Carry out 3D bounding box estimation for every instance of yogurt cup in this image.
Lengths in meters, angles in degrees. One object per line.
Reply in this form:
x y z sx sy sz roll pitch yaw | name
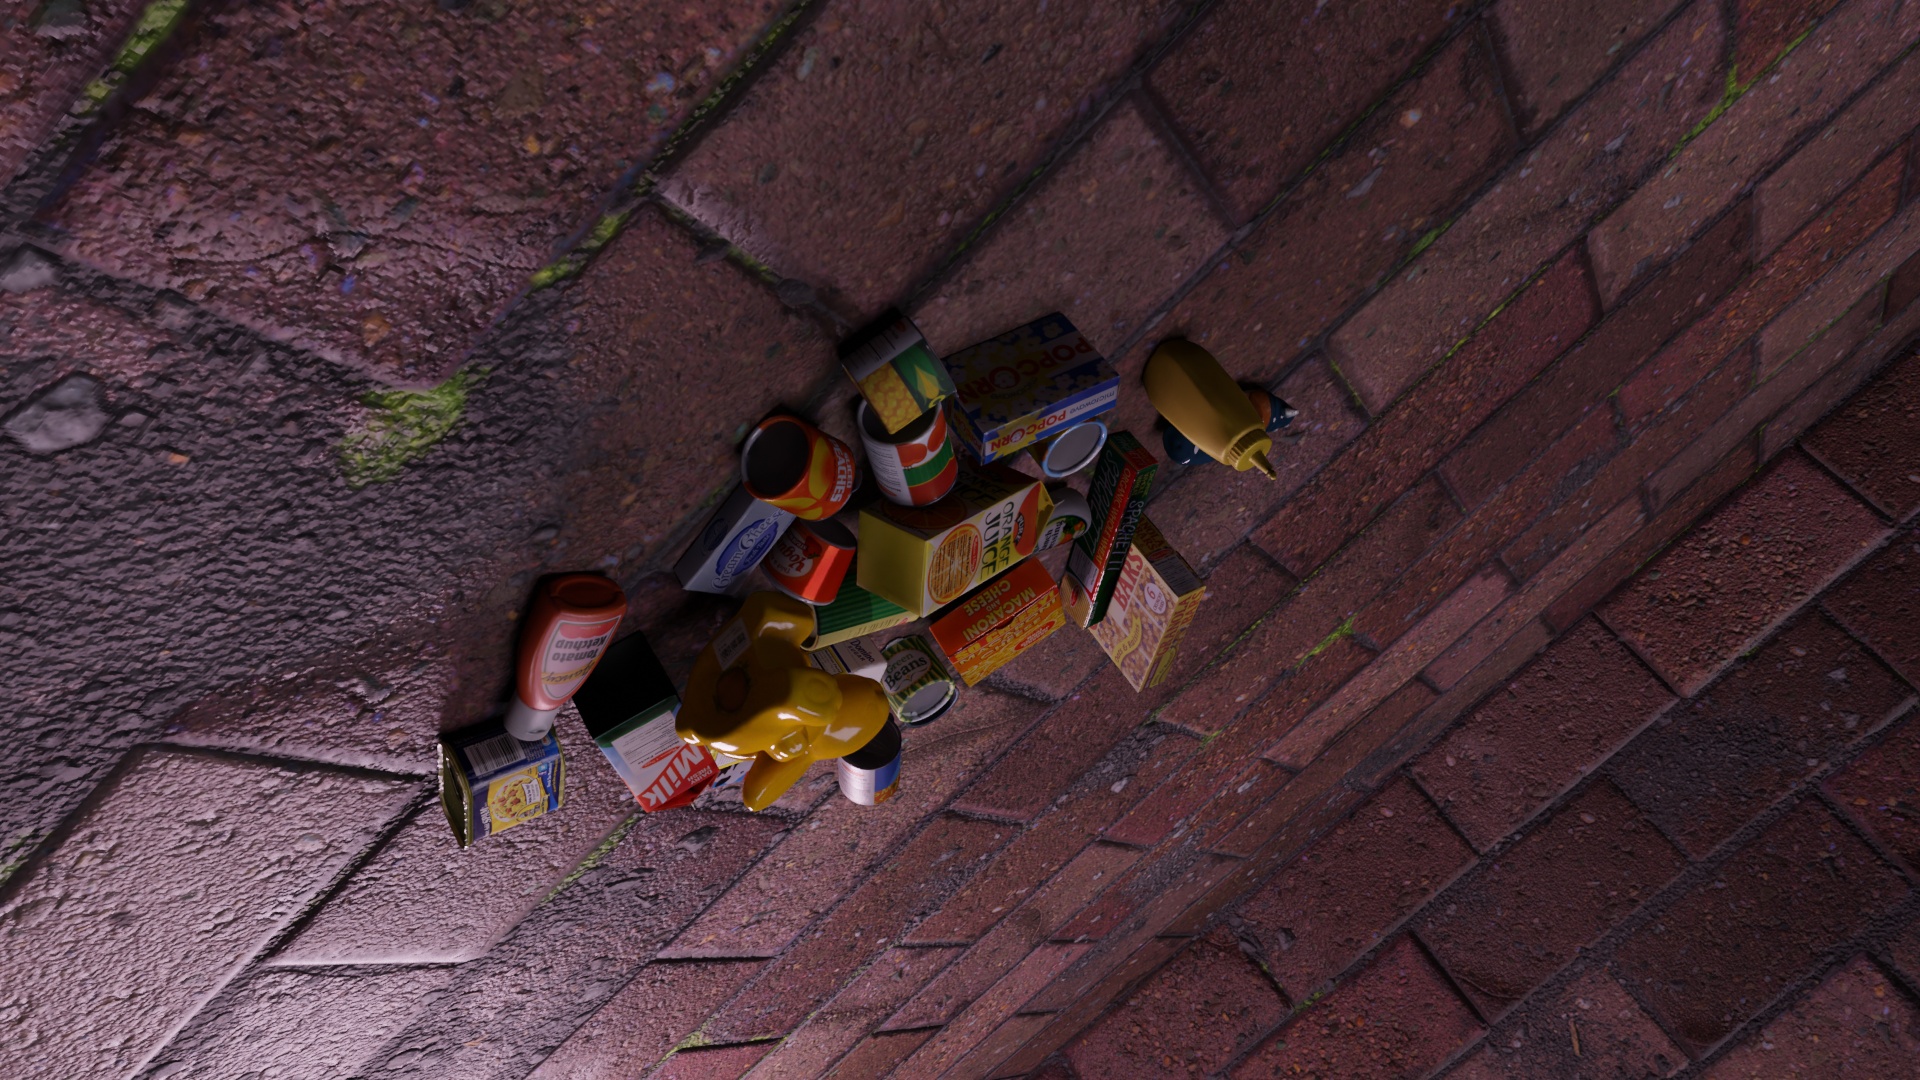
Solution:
-0.119 0.011 1.111 0.072 0.072 0.053 8 120 -51 | yogurt cup

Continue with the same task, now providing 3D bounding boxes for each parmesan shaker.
-0.091 0.049 1.186 0.103 0.071 0.071 -14 143 -33 | parmesan shaker

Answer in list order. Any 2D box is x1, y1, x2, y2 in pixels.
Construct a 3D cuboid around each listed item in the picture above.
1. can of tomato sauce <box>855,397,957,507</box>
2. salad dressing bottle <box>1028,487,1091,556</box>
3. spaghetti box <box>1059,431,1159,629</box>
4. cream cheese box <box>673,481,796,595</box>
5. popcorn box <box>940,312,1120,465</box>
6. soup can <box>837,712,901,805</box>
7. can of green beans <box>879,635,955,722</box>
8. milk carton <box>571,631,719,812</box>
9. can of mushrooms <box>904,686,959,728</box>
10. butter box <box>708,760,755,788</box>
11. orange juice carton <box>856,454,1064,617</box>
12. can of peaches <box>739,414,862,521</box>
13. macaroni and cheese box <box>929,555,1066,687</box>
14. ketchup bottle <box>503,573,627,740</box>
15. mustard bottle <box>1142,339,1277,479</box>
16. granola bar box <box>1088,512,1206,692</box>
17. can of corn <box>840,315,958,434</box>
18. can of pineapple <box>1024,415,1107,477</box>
-0.039 -0.077 1.067 0.071 0.071 0.082 -31 149 -10 | can of tomato sauce
0.050 -0.006 1.281 0.148 0.044 0.064 -20 152 -26 | salad dressing bottle
0.143 -0.005 1.374 0.029 0.050 0.248 -23 147 -27 | spaghetti box
-0.171 -0.002 1.074 0.103 0.024 0.053 -49 148 20 | cream cheese box
0.049 -0.120 1.079 0.127 0.085 0.038 -24 147 -20 | popcorn box
-0.093 0.224 1.434 0.071 0.071 0.083 -25 149 -20 | soup can
-0.047 0.136 1.365 0.071 0.058 0.071 -26 148 -18 | can of green beans
-0.260 0.163 1.165 0.073 0.072 0.189 -29 148 -13 | milk carton
-0.037 0.159 1.433 0.071 0.033 0.070 -26 149 -17 | can of mushrooms
-0.194 0.205 1.341 0.104 0.024 0.052 -8 140 -40 | butter box
0.004 -0.014 1.149 0.193 0.072 0.072 -29 134 -45 | orange juice carton
-0.117 -0.053 1.014 0.071 0.071 0.058 -44 149 12 | can of peaches
0.041 0.083 1.362 0.124 0.040 0.166 -34 164 -3 | macaroni and cheese box
-0.304 0.090 1.044 0.065 0.044 0.148 -2 136 -43 | ketchup bottle
0.224 -0.106 1.207 0.049 0.161 0.065 -17 146 -33 | mustard bottle
0.181 0.059 1.430 0.039 0.124 0.164 -21 147 -26 | granola bar box
-0.044 -0.117 1.002 0.058 0.071 0.071 -35 150 -2 | can of corn
0.081 -0.096 1.173 0.071 0.058 0.070 -26 148 -17 | can of pineapple
